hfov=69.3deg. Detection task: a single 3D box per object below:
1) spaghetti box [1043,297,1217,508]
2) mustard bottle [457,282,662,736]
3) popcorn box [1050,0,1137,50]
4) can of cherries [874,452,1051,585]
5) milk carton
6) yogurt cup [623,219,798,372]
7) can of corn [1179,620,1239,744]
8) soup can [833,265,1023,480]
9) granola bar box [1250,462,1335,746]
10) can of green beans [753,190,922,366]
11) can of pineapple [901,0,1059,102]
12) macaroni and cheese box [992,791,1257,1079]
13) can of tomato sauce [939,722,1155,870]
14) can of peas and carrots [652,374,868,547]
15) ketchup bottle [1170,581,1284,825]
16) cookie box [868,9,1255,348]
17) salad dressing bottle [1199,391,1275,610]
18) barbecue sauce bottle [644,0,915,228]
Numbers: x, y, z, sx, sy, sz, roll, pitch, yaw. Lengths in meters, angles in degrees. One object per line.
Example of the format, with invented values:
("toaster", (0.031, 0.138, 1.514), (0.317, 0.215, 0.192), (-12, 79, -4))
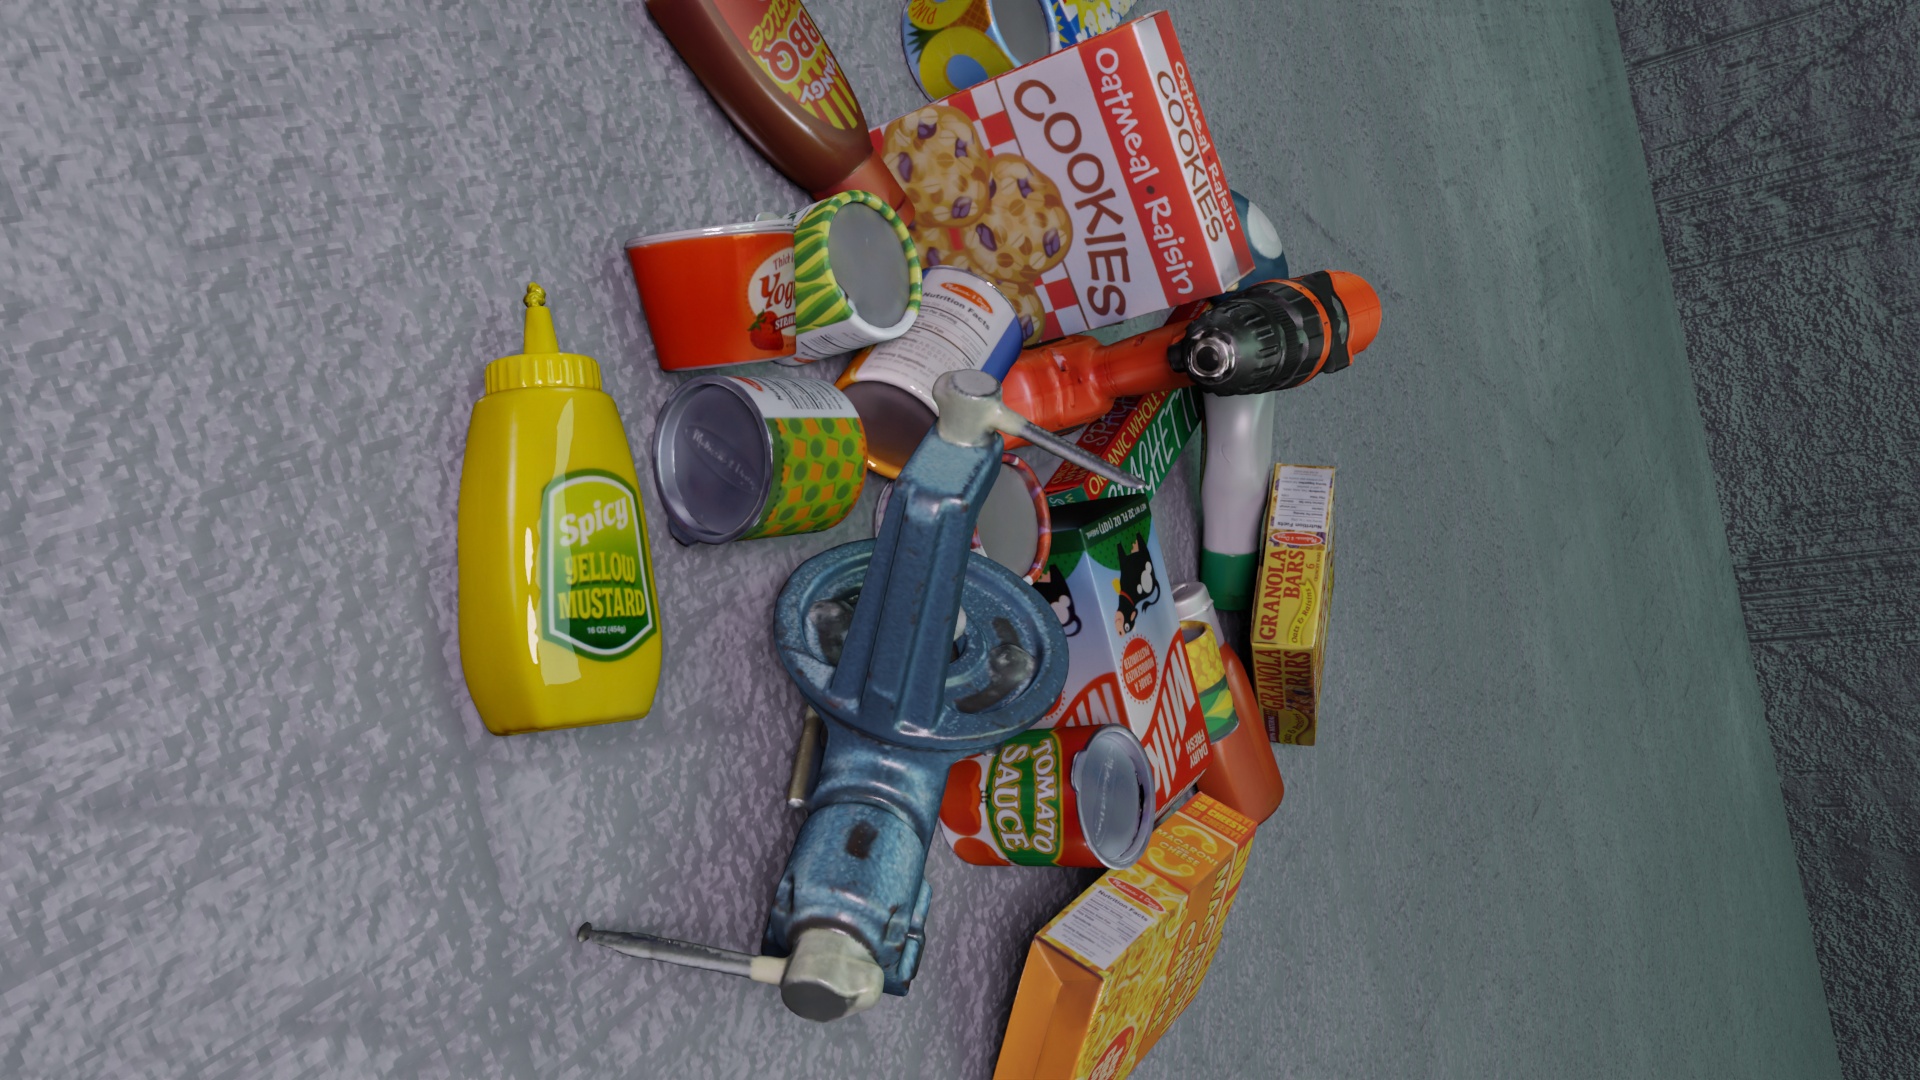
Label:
("spaghetti box", (0.119, -0.079, 0.853), (0.050, 0.028, 0.251), (61, 41, -22))
("mustard bottle", (-0.143, -0.014, 0.486), (0.065, 0.048, 0.160), (-1, 83, -54))
("popcorn box", (0.065, -0.346, 0.836), (0.085, 0.038, 0.127), (58, 43, -26))
("can of cherries", (0.002, -0.008, 0.664), (0.071, 0.058, 0.071), (14, 72, -50))
("milk carton", (0.074, 0.079, 0.724), (0.072, 0.073, 0.190), (-26, 103, -51))
("yogurt cup", (-0.096, -0.097, 0.555), (0.072, 0.072, 0.054), (-20, 107, -52))
("can of corn", (0.120, 0.082, 0.786), (0.071, 0.071, 0.058), (-27, 103, -51))
("soup can", (-0.016, -0.076, 0.652), (0.071, 0.071, 0.084), (55, 45, -29))
("granola bar box", (0.213, 0.045, 0.886), (0.165, 0.039, 0.125), (65, 35, -58))
("can of green beans", (-0.059, -0.115, 0.610), (0.071, 0.057, 0.071), (15, 70, -50))
("can of pineapple", (0.010, -0.267, 0.732), (0.071, 0.058, 0.071), (15, 71, -50))
("macaroni and cheese box", (0.082, 0.213, 0.686), (0.167, 0.040, 0.123), (-23, 132, -52))
("can of tomato sauce", (0.039, 0.122, 0.661), (0.071, 0.083, 0.071), (15, 70, -50))
("can of peas and carrots", (-0.081, -0.031, 0.559), (0.059, 0.071, 0.071), (-7, 88, -53))
("ketchup bottle", (0.155, 0.099, 0.847), (0.065, 0.043, 0.148), (-36, 110, -52))
("cookie box", (0.039, -0.159, 0.655), (0.040, 0.167, 0.122), (-43, 116, -48))
("salad dressing bottle", (0.171, -0.031, 0.868), (0.064, 0.044, 0.147), (-40, 133, -68))
("barbecue sauce bottle", (-0.075, -0.196, 0.620), (0.148, 0.043, 0.065), (53, 44, -32))
